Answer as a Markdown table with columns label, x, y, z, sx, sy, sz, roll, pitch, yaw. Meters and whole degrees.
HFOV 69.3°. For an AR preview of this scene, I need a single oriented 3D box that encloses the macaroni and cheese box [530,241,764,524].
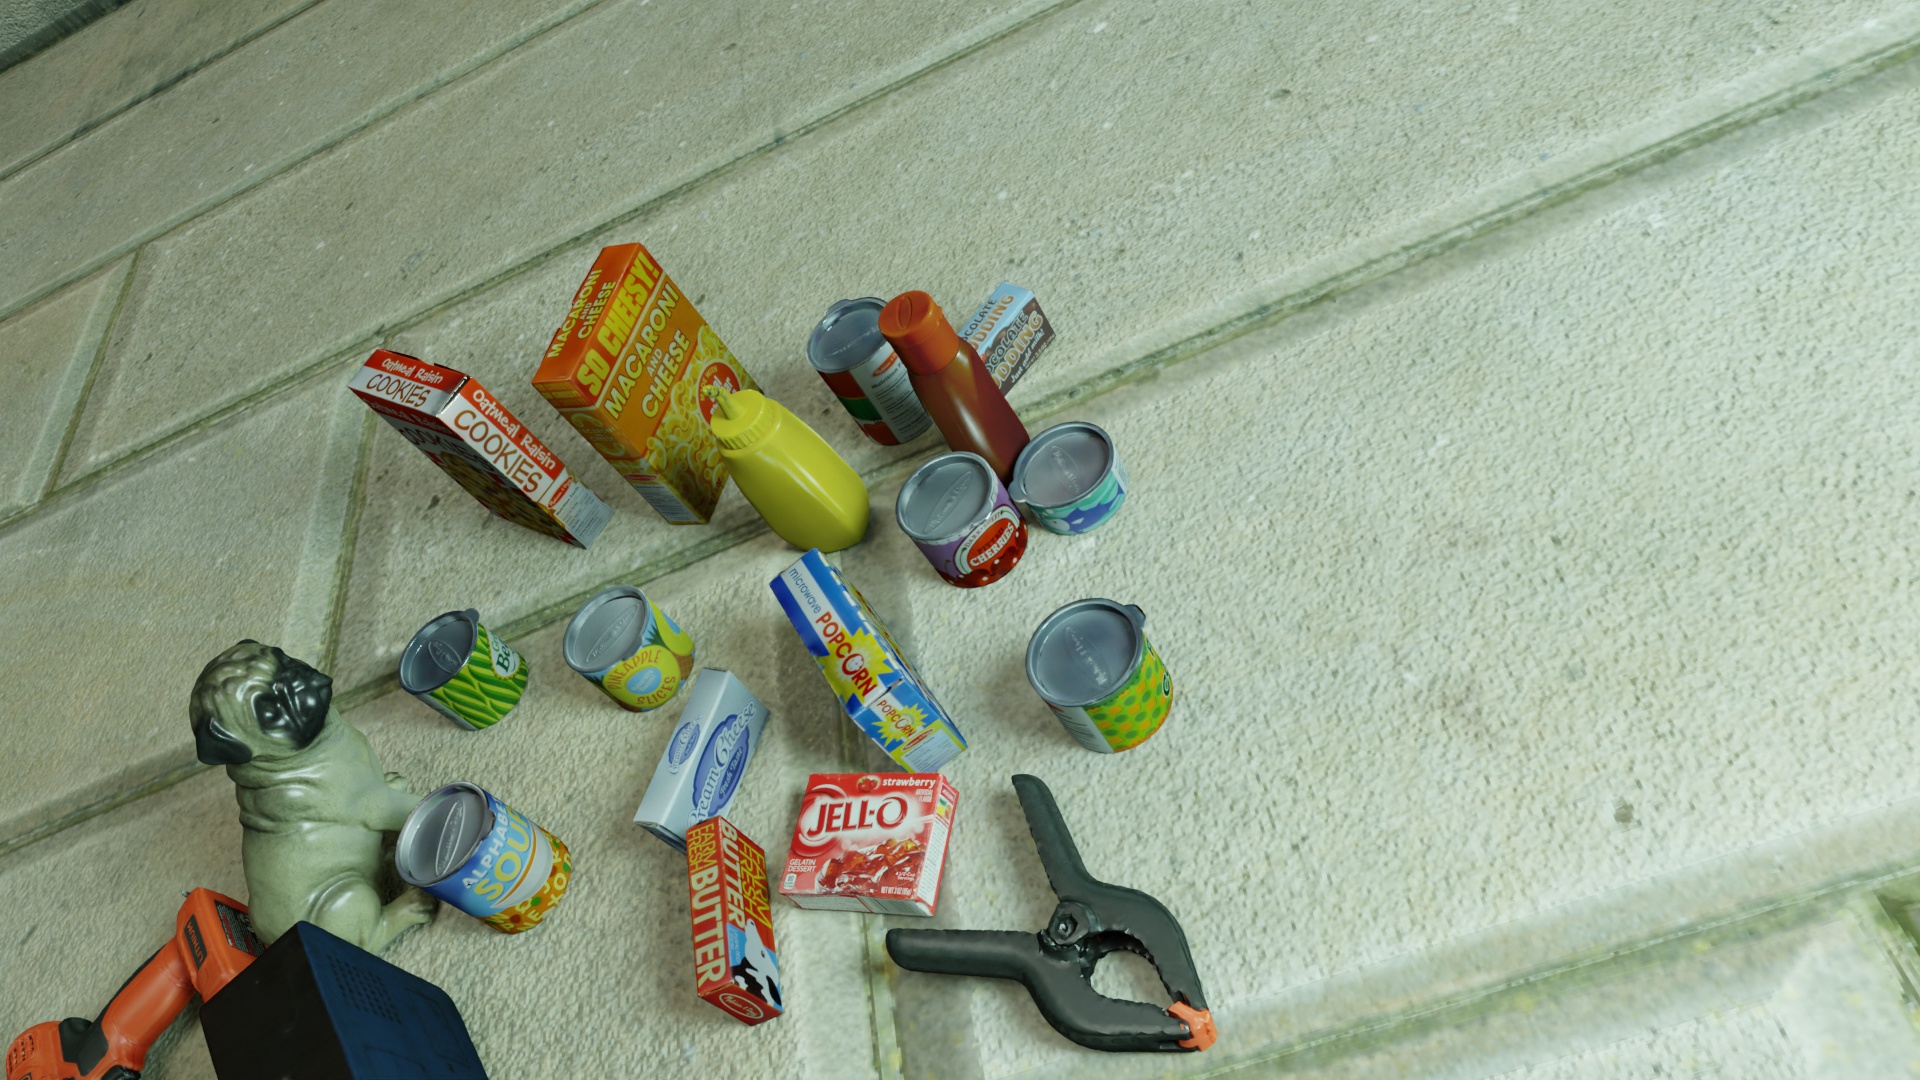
| label | x | y | z | sx | sy | sz | roll | pitch | yaw |
| --- | --- | --- | --- | --- | --- | --- | --- | --- | --- |
| macaroni and cheese box | -0.215 | -0.107 | 0.978 | 0.040 | 0.166 | 0.124 | -1 | 56 | 29 |

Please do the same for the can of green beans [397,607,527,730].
| label | x | y | z | sx | sy | sz | roll | pitch | yaw |
| --- | --- | --- | --- | --- | --- | --- | --- | --- | --- |
| can of green beans | -0.348 | 0.092 | 0.974 | 0.071 | 0.057 | 0.071 | -15 | 50 | 19 |

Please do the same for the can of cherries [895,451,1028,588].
| label | x | y | z | sx | sy | sz | roll | pitch | yaw |
| --- | --- | --- | --- | --- | --- | --- | --- | --- | --- |
| can of cherries | 0.003 | -0.011 | 0.859 | 0.071 | 0.058 | 0.072 | -15 | 50 | 19 |

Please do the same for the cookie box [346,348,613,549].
| label | x | y | z | sx | sy | sz | roll | pitch | yaw |
| --- | --- | --- | --- | --- | --- | --- | --- | --- | --- |
| cookie box | -0.351 | -0.067 | 1.022 | 0.123 | 0.167 | 0.040 | 17 | 66 | 37 |

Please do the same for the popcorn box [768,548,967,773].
| label | x | y | z | sx | sy | sz | roll | pitch | yaw |
| --- | --- | --- | --- | --- | --- | --- | --- | --- | --- |
| popcorn box | -0.055 | 0.071 | 0.810 | 0.038 | 0.085 | 0.127 | -38 | 47 | -1 |

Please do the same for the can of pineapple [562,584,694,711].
| label | x | y | z | sx | sy | sz | roll | pitch | yaw |
| --- | --- | --- | --- | --- | --- | --- | --- | --- | --- |
| can of pineapple | -0.217 | 0.073 | 0.917 | 0.071 | 0.057 | 0.071 | -15 | 50 | 19 |

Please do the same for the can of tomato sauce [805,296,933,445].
| label | x | y | z | sx | sy | sz | roll | pitch | yaw |
| --- | --- | --- | --- | --- | --- | --- | --- | --- | --- |
| can of tomato sauce | -0.058 | -0.116 | 0.956 | 0.071 | 0.083 | 0.071 | -15 | 50 | 19 |

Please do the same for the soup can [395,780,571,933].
| label | x | y | z | sx | sy | sz | roll | pitch | yaw |
| --- | --- | --- | --- | --- | --- | --- | --- | --- | --- |
| soup can | -0.286 | 0.194 | 0.845 | 0.071 | 0.083 | 0.072 | -15 | 50 | 19 |

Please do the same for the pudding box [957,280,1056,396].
| label | x | y | z | sx | sy | sz | roll | pitch | yaw |
| --- | --- | --- | --- | --- | --- | --- | --- | --- | --- |
| pudding box | 0.023 | -0.129 | 0.945 | 0.030 | 0.049 | 0.084 | 28 | 73 | 40 |

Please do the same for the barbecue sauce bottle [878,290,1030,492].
| label | x | y | z | sx | sy | sz | roll | pitch | yaw |
| --- | --- | --- | --- | --- | --- | --- | --- | --- | --- |
| barbecue sauce bottle | -0.002 | -0.093 | 0.863 | 0.043 | 0.148 | 0.065 | -16 | 50 | 18 |

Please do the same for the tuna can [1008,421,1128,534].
| label | x | y | z | sx | sy | sz | roll | pitch | yaw |
| --- | --- | --- | --- | --- | --- | --- | --- | --- | --- |
| tuna can | 0.067 | -0.037 | 0.861 | 0.071 | 0.032 | 0.071 | -15 | 50 | 19 |

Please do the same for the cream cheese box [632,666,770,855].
| label | x | y | z | sx | sy | sz | roll | pitch | yaw |
| --- | --- | --- | --- | --- | --- | --- | --- | --- | --- |
| cream cheese box | -0.154 | 0.134 | 0.838 | 0.024 | 0.053 | 0.104 | 3 | 58 | 31 |

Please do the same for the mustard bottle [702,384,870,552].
| label | x | y | z | sx | sy | sz | roll | pitch | yaw |
| --- | --- | --- | --- | --- | --- | --- | --- | --- | --- |
| mustard bottle | -0.116 | -0.052 | 0.886 | 0.065 | 0.159 | 0.049 | -8 | 53 | 24 |

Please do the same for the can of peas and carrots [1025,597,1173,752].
| label | x | y | z | sx | sy | sz | roll | pitch | yaw |
| --- | --- | --- | --- | --- | --- | --- | --- | --- | --- |
| can of peas and carrots | 0.078 | 0.072 | 0.754 | 0.071 | 0.058 | 0.071 | -15 | 50 | 19 |

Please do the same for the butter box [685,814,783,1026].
| label | x | y | z | sx | sy | sz | roll | pitch | yaw |
| --- | --- | --- | --- | --- | --- | --- | --- | --- | --- |
| butter box | -0.125 | 0.209 | 0.766 | 0.024 | 0.053 | 0.104 | -25 | 48 | 11 |
